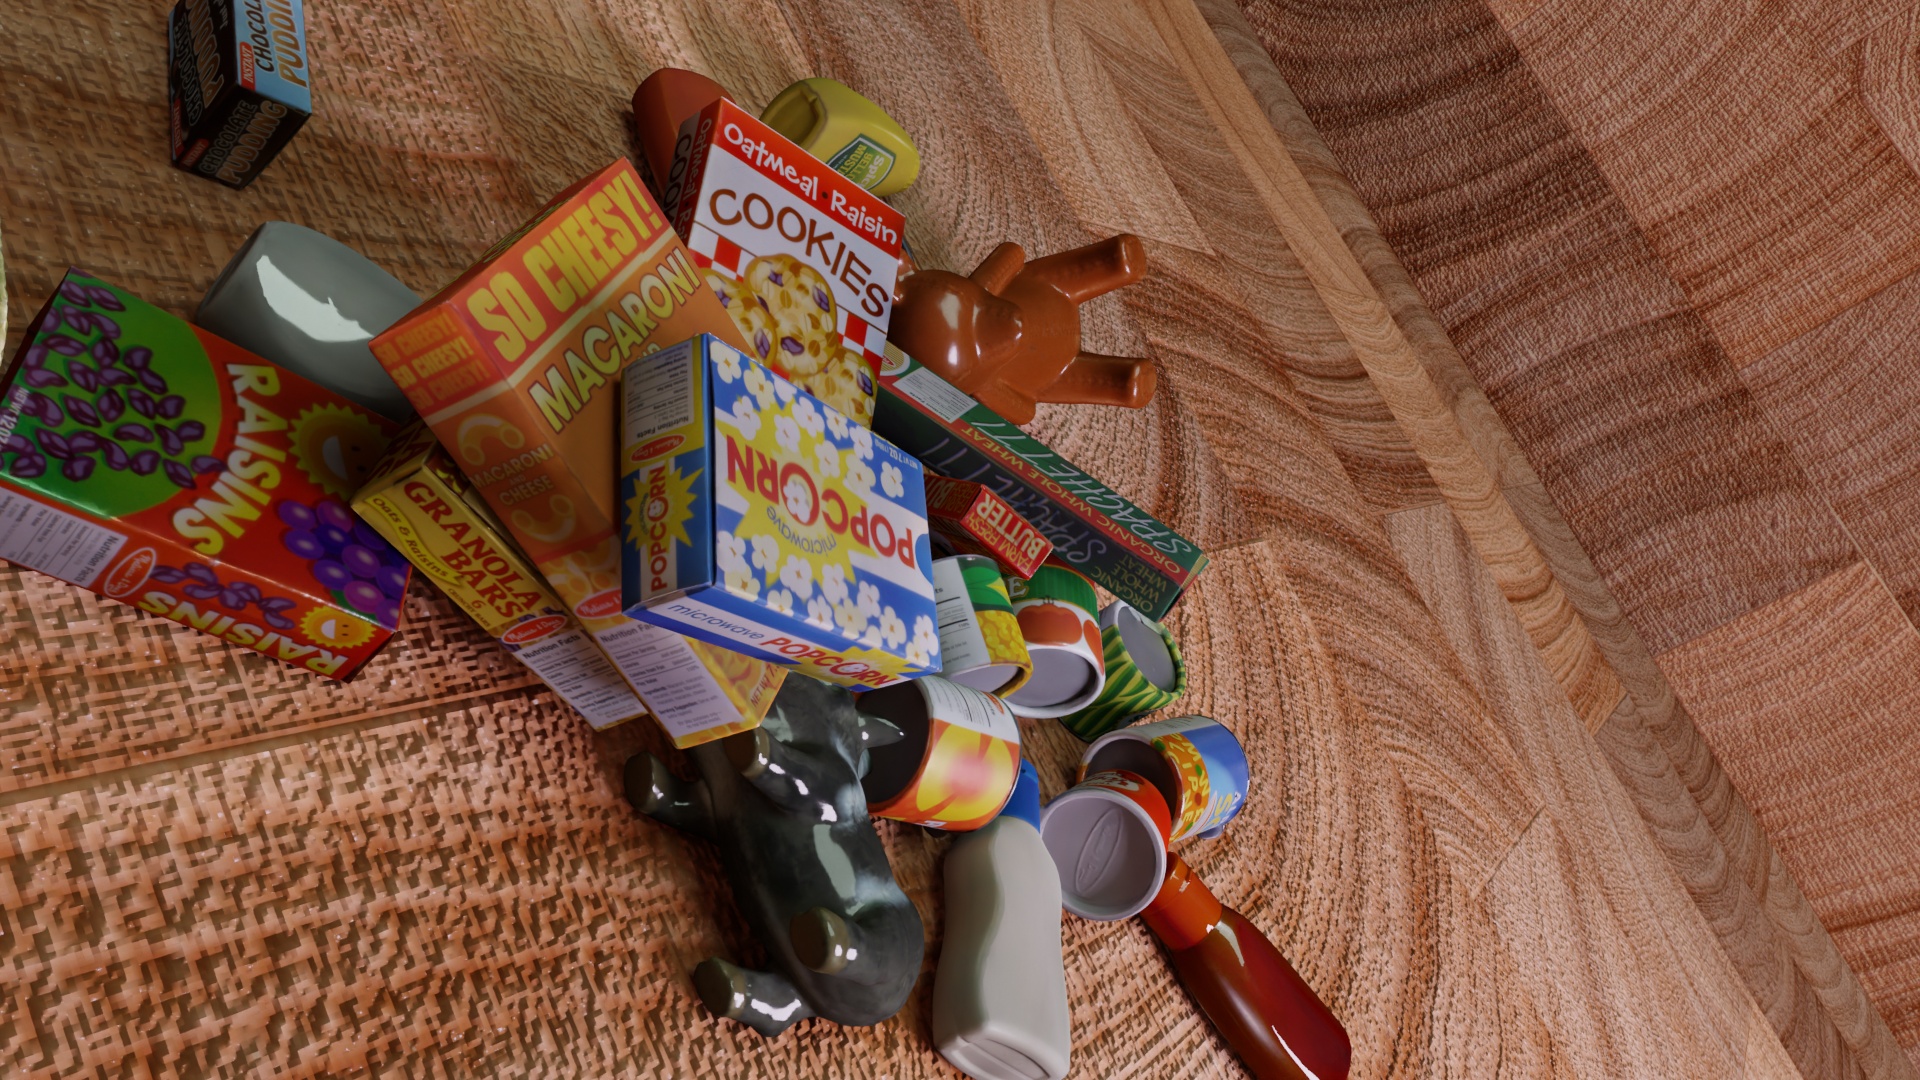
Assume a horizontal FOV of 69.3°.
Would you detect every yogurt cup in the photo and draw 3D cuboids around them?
[{"bbox_3d":[0.074,0.149,0.696,0.072,0.072,0.054,57,21,3],"label":"yogurt cup"}]

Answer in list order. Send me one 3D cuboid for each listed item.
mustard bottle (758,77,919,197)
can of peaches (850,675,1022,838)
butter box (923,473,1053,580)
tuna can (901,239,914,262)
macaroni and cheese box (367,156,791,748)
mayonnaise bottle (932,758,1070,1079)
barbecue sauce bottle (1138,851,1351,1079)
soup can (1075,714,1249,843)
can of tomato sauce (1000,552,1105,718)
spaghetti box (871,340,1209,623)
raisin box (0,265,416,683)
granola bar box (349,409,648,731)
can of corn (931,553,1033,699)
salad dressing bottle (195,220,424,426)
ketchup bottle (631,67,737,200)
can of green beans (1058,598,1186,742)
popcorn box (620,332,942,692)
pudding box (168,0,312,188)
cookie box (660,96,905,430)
[{"bbox_3d":[-0.066,-0.253,0.902,0.049,0.065,0.160,58,25,13],"label":"mustard bottle"},{"bbox_3d":[-0.017,0.095,0.617,0.058,0.071,0.071,24,42,-43],"label":"can of peaches"},{"bbox_3d":[0.003,-0.009,0.727,0.053,0.024,0.103,40,-10,-23],"label":"butter box"},{"bbox_3d":[-0.063,-0.178,0.858,0.071,0.032,0.071,36,34,-30],"label":"tuna can"},{"bbox_3d":[-0.107,-0.031,0.479,0.166,0.040,0.124,58,29,-24],"label":"macaroni and cheese box"},{"bbox_3d":[0.019,0.164,0.622,0.064,0.041,0.149,41,31,-30],"label":"mayonnaise bottle"},{"bbox_3d":[0.147,0.231,0.738,0.148,0.043,0.065,50,29,-8],"label":"barbecue sauce bottle"},{"bbox_3d":[0.112,0.135,0.763,0.084,0.071,0.071,1,59,-55],"label":"soup can"},{"bbox_3d":[0.041,0.044,0.751,0.071,0.071,0.083,35,36,-32],"label":"can of tomato sauce"},{"bbox_3d":[0.018,-0.043,0.749,0.250,0.028,0.050,35,31,8],"label":"spaghetti box"},{"bbox_3d":[-0.235,-0.018,0.437,0.123,0.040,0.086,30,38,-36],"label":"raisin box"},{"bbox_3d":[-0.134,-0.032,0.520,0.124,0.039,0.166,53,32,-32],"label":"granola bar box"},{"bbox_3d":[-0.003,0.048,0.682,0.071,0.071,0.058,14,50,-50],"label":"can of corn"},{"bbox_3d":[-0.203,-0.057,0.520,0.147,0.044,0.064,37,41,-33],"label":"salad dressing bottle"},{"bbox_3d":[-0.133,-0.185,0.751,0.065,0.043,0.149,13,50,-49],"label":"ketchup bottle"},{"bbox_3d":[0.087,0.074,0.795,0.071,0.057,0.071,36,34,-30],"label":"can of green beans"},{"bbox_3d":[-0.058,-0.004,0.466,0.126,0.038,0.085,29,49,-54],"label":"popcorn box"},{"bbox_3d":[-0.277,-0.183,0.533,0.030,0.049,0.084,19,46,-49],"label":"pudding box"},{"bbox_3d":[-0.095,-0.113,0.681,0.123,0.040,0.168,26,63,-39],"label":"cookie box"}]
